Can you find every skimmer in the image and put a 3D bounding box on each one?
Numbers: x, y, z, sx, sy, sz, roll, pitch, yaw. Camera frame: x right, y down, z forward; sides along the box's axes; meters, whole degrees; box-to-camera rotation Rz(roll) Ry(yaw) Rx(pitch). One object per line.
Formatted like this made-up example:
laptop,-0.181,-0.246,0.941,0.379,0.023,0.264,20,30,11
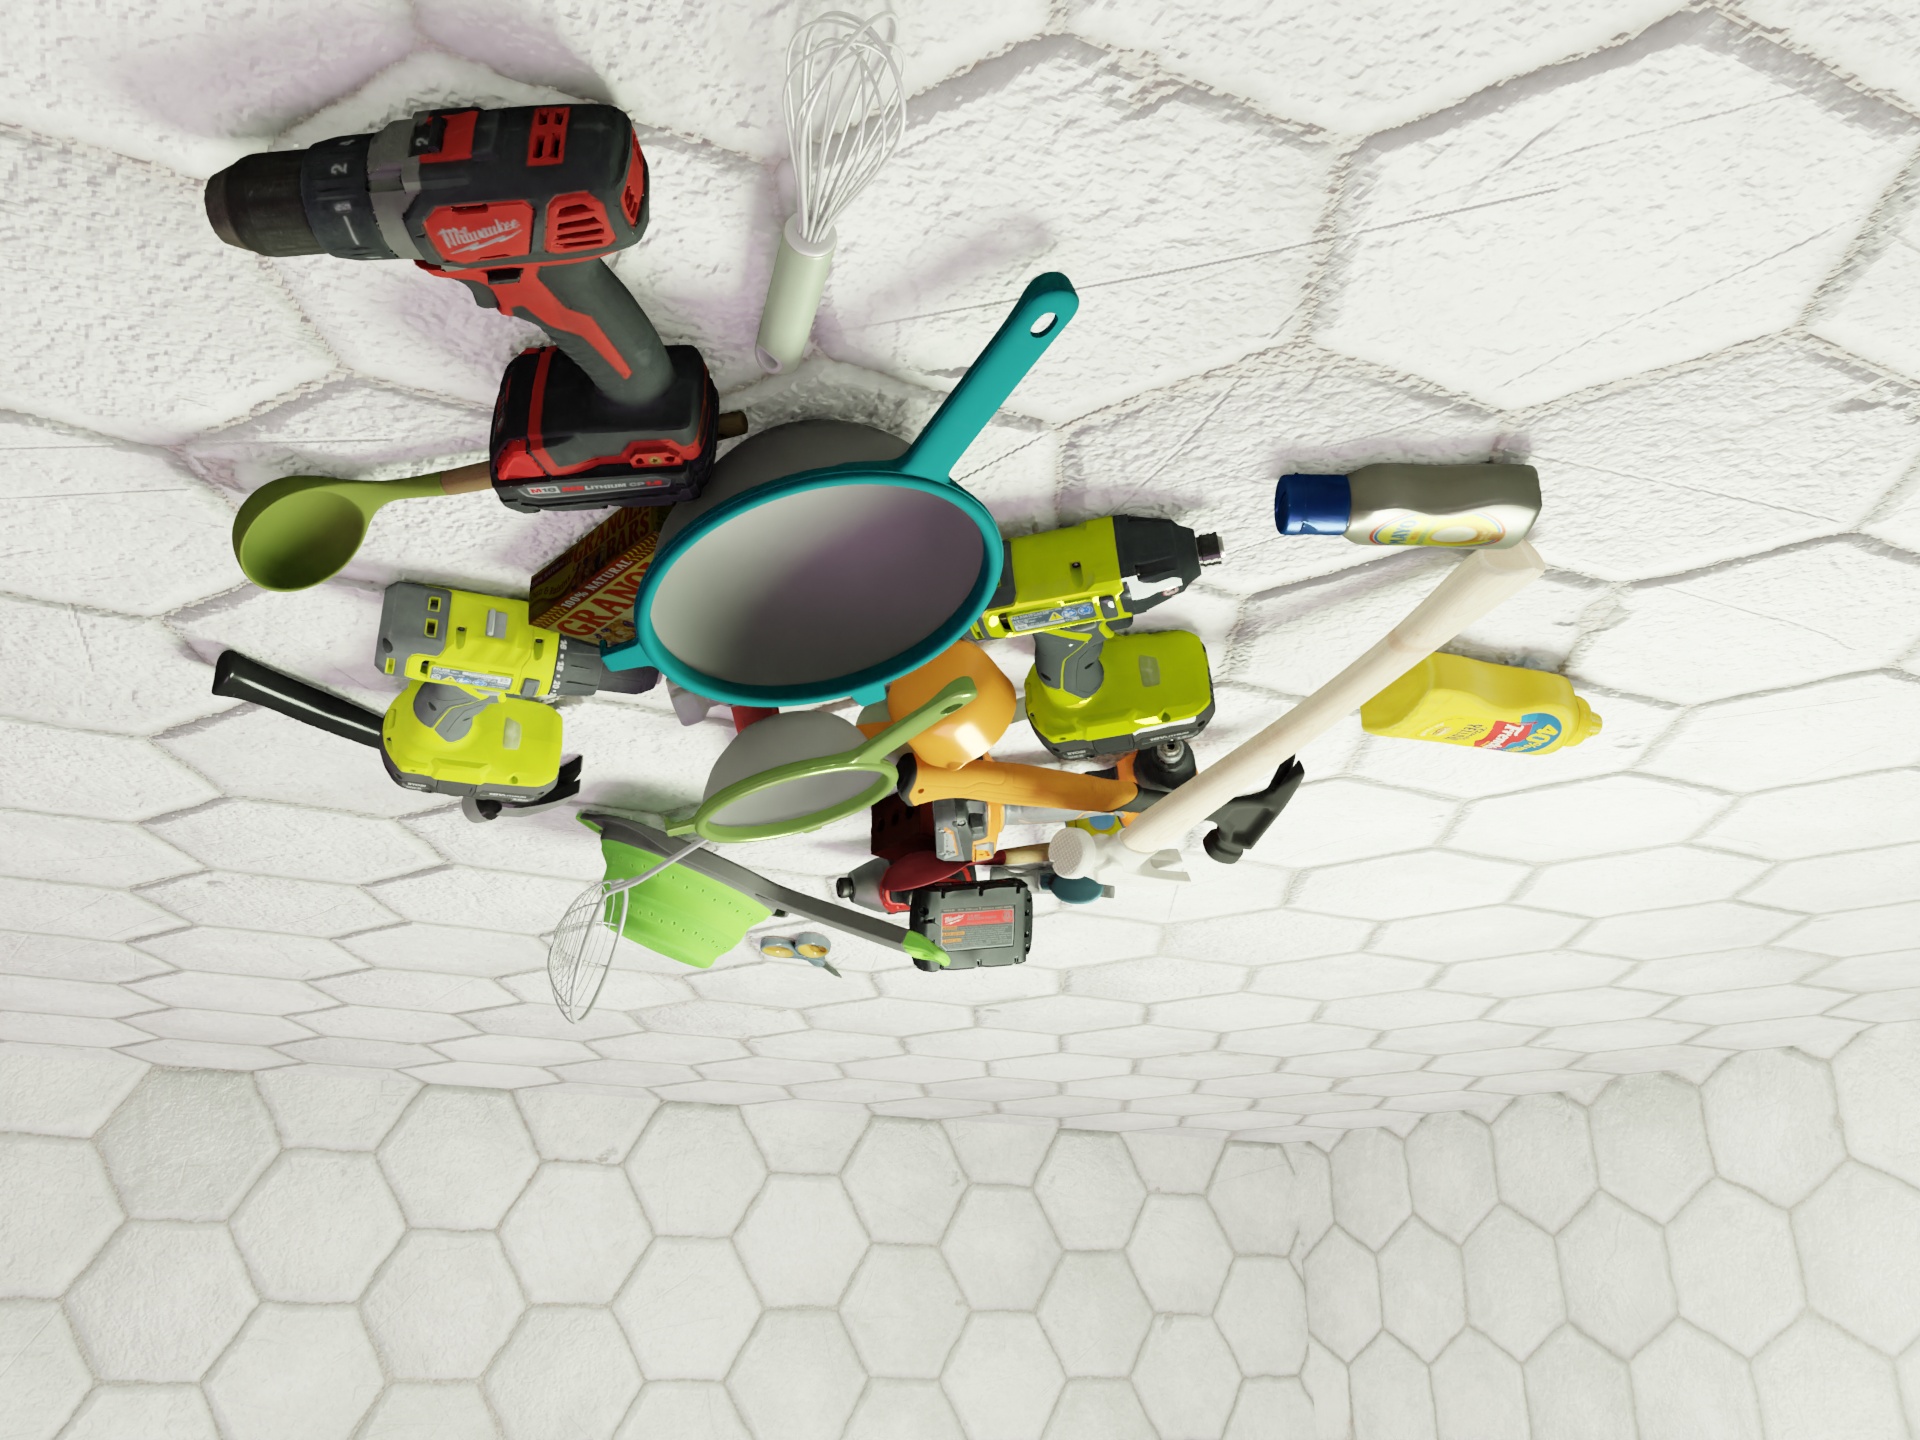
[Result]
skimmer,-0.211,0.131,1.322,0.363,0.127,0.090,-32,105,21

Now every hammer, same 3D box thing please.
hammer,0.108,0.054,1.248,0.336,0.034,0.127,7,135,-25
hammer,-0.144,0.018,1.281,0.143,0.038,0.386,-19,164,-9
hammer,0.246,0.007,1.141,0.146,0.038,0.410,10,140,-43
hammer,-0.456,0.015,1.293,0.146,0.035,0.334,-12,155,28
hammer,0.098,0.157,1.529,0.128,0.033,0.331,0,175,-1

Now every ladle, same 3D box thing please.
ladle,0.059,0.127,1.487,0.315,0.031,0.069,-3,-178,-39
ladle,-0.273,-0.131,0.917,0.320,0.062,0.078,-9,159,13

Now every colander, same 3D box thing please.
colander,-0.197,0.190,1.452,0.397,0.094,0.204,15,163,27

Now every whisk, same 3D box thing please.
whisk,-0.065,-0.224,0.714,0.058,0.059,0.246,40,157,0

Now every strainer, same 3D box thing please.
strainer,-0.089,0.010,1.118,0.256,0.069,0.151,-32,158,36
strainer,-0.053,-0.140,0.876,0.210,0.095,0.340,8,140,-37

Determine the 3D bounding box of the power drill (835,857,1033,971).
power drill,-0.028,0.174,1.529,0.143,0.078,0.220,-1,-173,-20

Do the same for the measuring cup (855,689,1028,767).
measuring cup,-0.002,-0.004,1.233,0.167,0.083,0.038,-17,143,-2

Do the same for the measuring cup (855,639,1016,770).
measuring cup,-0.046,-0.009,1.172,0.173,0.095,0.052,-10,140,27

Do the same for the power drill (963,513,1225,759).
power drill,0.101,-0.058,1.074,0.171,0.080,0.223,-10,153,11

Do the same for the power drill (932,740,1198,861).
power drill,0.089,0.058,1.351,0.226,0.084,0.164,-4,157,-2

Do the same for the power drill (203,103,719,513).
power drill,-0.219,-0.191,0.749,0.188,0.080,0.226,-3,155,6

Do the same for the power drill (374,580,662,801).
power drill,-0.331,-0.018,1.164,0.190,0.080,0.228,9,153,-20
